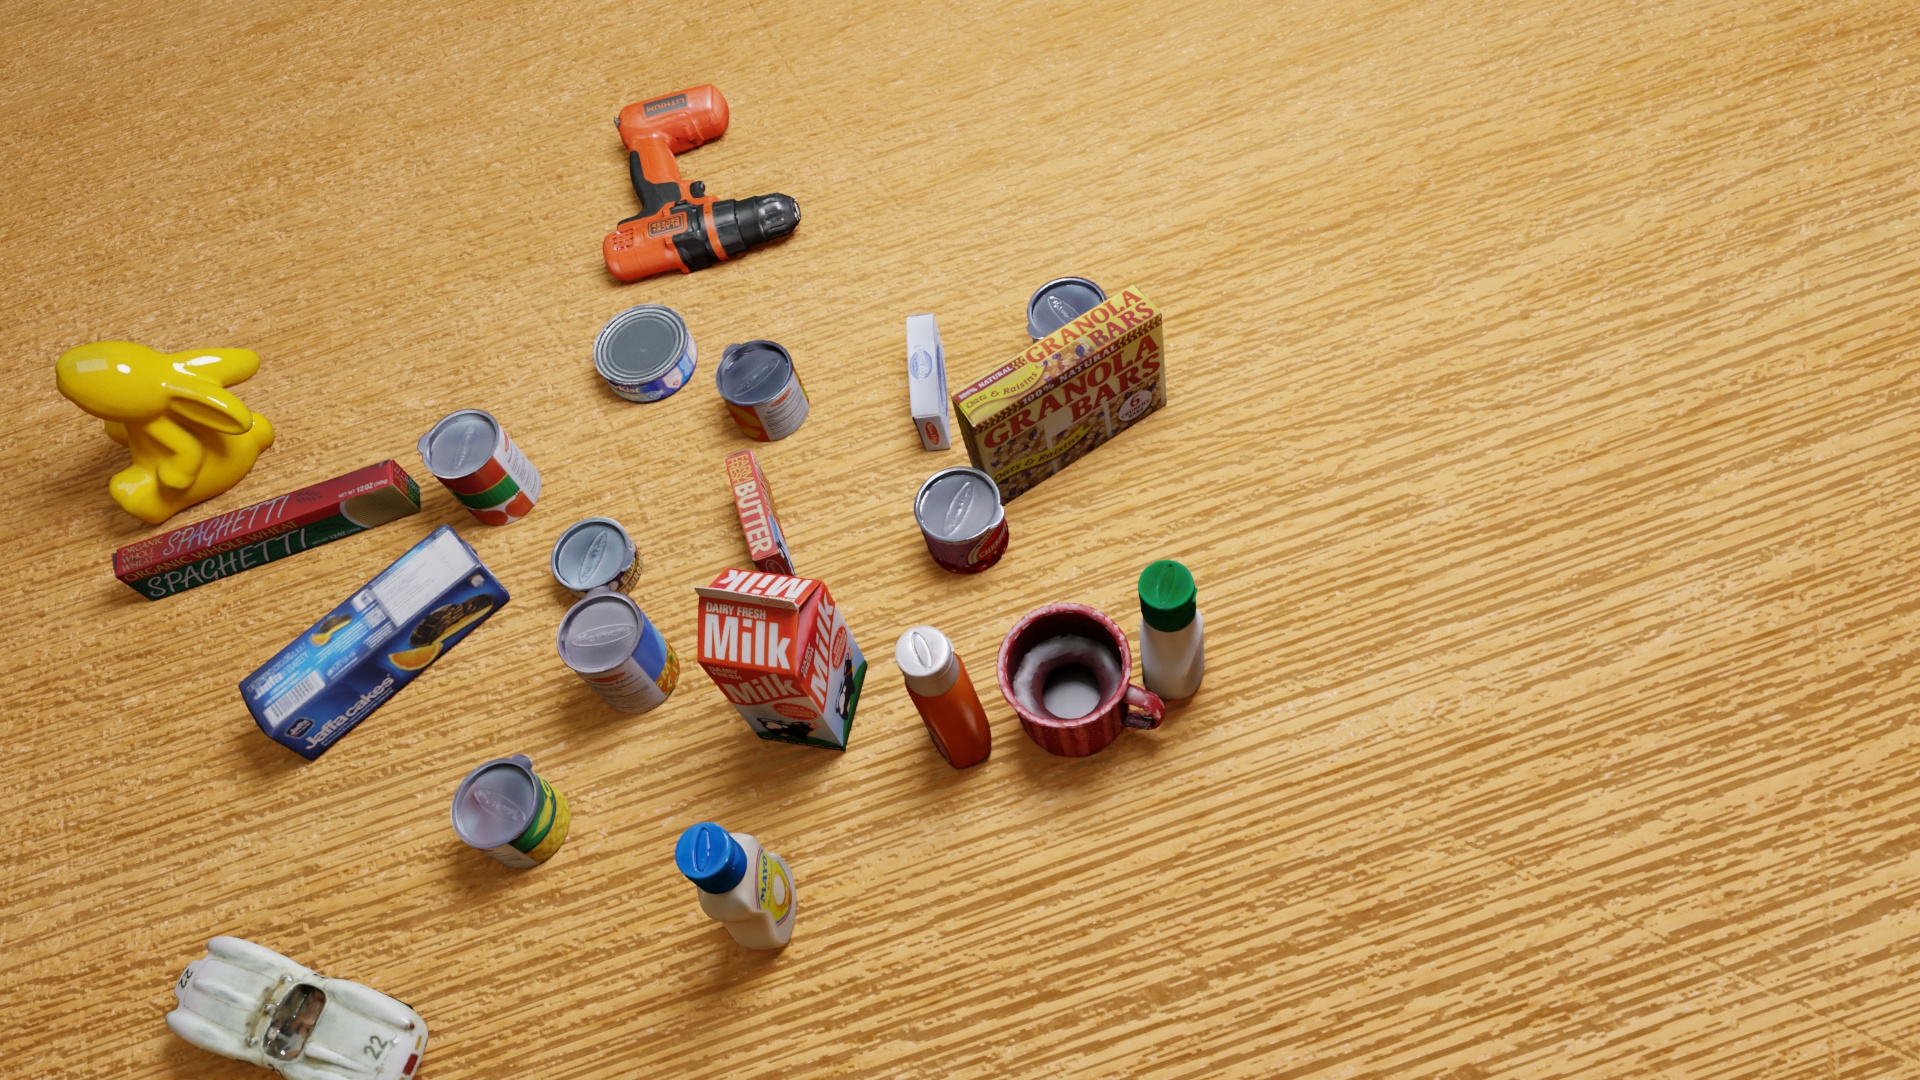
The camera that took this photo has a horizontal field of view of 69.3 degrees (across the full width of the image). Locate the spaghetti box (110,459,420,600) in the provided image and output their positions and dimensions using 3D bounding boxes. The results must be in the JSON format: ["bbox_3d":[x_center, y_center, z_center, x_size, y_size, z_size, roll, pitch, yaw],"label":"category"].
[{"bbox_3d":[-0.587,-0.008,1.178,0.250,0.050,0.029,-18,60,0],"label":"spaghetti box"}]

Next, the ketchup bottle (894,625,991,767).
[{"bbox_3d":[-0.012,0.104,0.956,0.043,0.148,0.065,-23,60,-3],"label":"ketchup bottle"}]

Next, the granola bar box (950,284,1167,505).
[{"bbox_3d":[0.079,-0.109,1.071,0.166,0.123,0.039,-32,61,-8],"label":"granola bar box"}]

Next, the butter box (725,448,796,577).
[{"bbox_3d":[-0.159,-0.017,1.104,0.024,0.053,0.104,-20,60,0],"label":"butter box"}]

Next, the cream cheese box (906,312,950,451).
[{"bbox_3d":[-0.026,-0.130,1.142,0.024,0.053,0.104,-8,61,6],"label":"cream cheese box"}]

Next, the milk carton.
[{"bbox_3d":[-0.125,0.078,0.967,0.072,0.189,0.074,6,63,14],"label":"milk carton"}]

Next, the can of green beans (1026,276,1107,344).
[{"bbox_3d":[0.091,-0.173,1.142,0.071,0.057,0.071,-4,61,8],"label":"can of green beans"}]

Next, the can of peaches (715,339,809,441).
[{"bbox_3d":[-0.166,-0.126,1.163,0.071,0.057,0.071,-4,61,8],"label":"can of peaches"}]

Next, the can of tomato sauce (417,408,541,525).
[{"bbox_3d":[-0.398,-0.059,1.153,0.071,0.082,0.071,-4,61,8],"label":"can of tomato sauce"}]

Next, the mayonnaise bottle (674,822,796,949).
[{"bbox_3d":[-0.146,0.224,0.914,0.041,0.147,0.065,-6,61,8],"label":"mayonnaise bottle"}]

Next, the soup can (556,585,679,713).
[{"bbox_3d":[-0.257,0.083,1.049,0.071,0.083,0.071,-4,61,8],"label":"soup can"}]

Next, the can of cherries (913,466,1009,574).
[{"bbox_3d":[0.004,-0.013,1.069,0.071,0.058,0.072,-4,61,8],"label":"can of cherries"}]

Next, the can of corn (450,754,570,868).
[{"bbox_3d":[-0.325,0.198,1.013,0.071,0.058,0.071,-4,61,8],"label":"can of corn"}]

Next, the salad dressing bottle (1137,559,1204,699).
[{"bbox_3d":[0.144,0.061,0.952,0.044,0.147,0.064,10,64,16],"label":"salad dressing bottle"}]

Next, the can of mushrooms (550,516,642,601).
[{"bbox_3d":[-0.291,0.018,1.120,0.071,0.033,0.071,-4,61,8],"label":"can of mushrooms"}]
